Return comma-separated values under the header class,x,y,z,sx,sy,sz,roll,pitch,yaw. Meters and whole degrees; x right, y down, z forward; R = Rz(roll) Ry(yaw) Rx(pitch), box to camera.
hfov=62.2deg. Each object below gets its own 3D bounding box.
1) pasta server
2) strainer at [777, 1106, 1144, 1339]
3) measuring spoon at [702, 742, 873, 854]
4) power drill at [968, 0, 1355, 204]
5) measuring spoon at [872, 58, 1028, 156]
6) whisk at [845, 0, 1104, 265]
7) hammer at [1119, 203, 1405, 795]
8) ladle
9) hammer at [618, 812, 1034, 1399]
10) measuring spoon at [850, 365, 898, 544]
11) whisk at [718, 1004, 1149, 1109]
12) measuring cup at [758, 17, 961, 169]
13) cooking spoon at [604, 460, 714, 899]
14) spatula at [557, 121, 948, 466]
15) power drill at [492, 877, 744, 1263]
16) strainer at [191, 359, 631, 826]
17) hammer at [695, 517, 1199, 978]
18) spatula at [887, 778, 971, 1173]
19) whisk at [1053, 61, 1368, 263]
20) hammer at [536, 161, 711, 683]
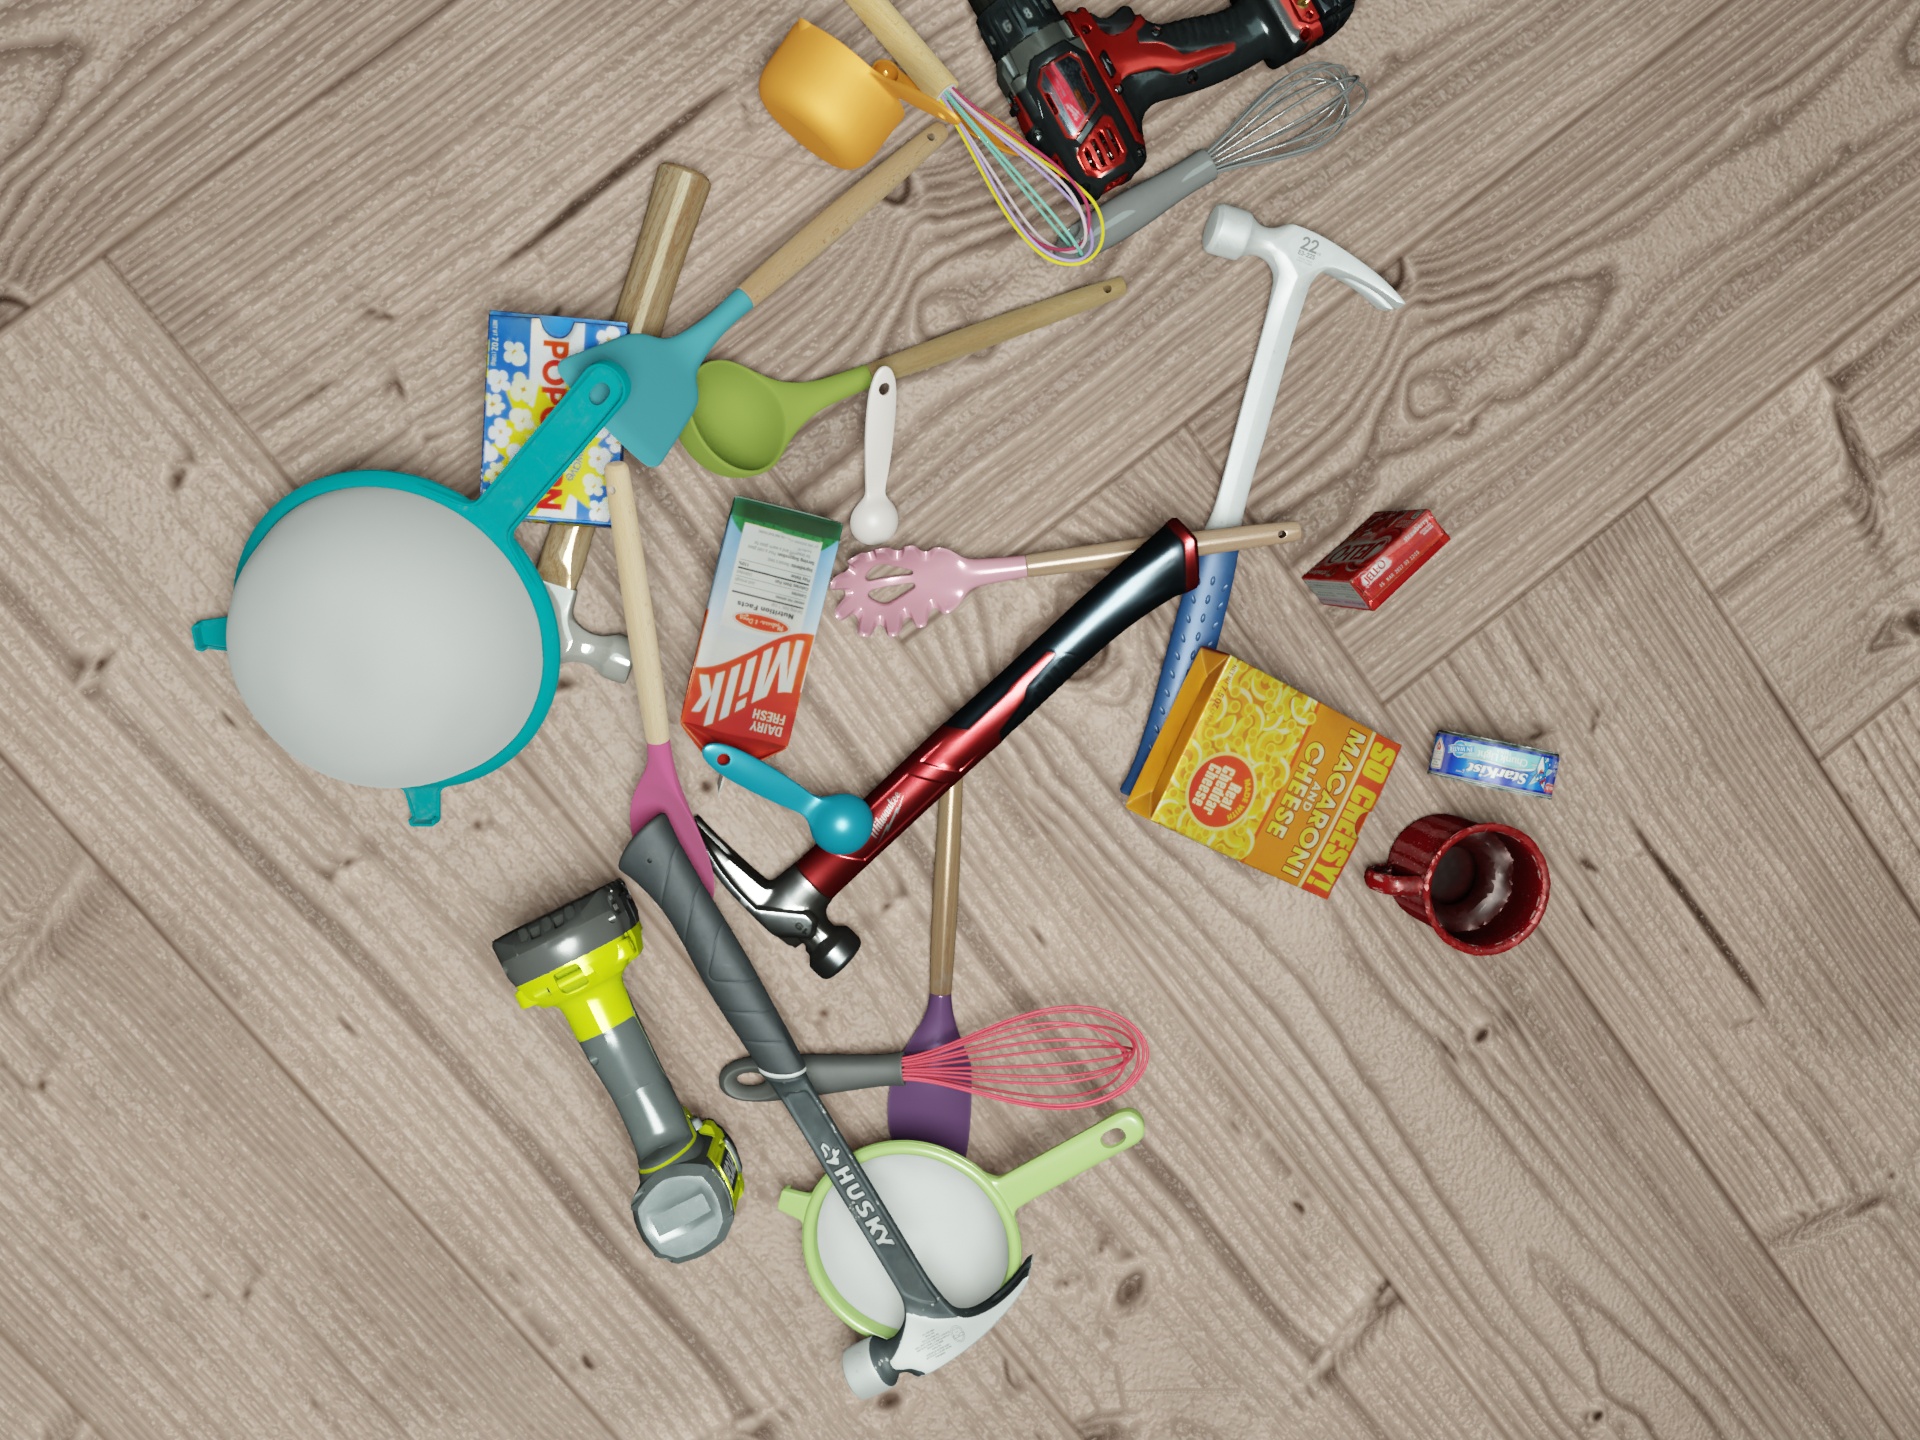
class,x,y,z,sx,sy,sz,roll,pitch,yaw
pasta server,0.072,-0.105,1.065,0.316,0.040,0.060,-7,108,1
strainer,0.015,0.322,1.086,0.256,0.069,0.151,-32,94,11
measuring spoon,-0.109,0.050,1.016,0.128,0.021,0.042,31,98,-25
power drill,0.120,-0.471,1.039,0.226,0.080,0.188,-32,99,-1
measuring spoon,-0.007,-0.405,1.058,0.117,0.011,0.021,24,72,-13
whisk,0.007,-0.391,1.030,0.047,0.051,0.245,-41,87,21
hammer,0.190,-0.138,1.101,0.144,0.035,0.405,14,94,-10
ladle,-0.034,-0.239,1.048,0.320,0.062,0.078,-21,93,-9
hammer,-0.102,0.242,1.037,0.149,0.036,0.409,-29,94,12
measuring spoon,-0.052,-0.171,1.045,0.034,0.018,0.124,-10,123,-26
whisk,-0.020,0.235,1.084,0.296,0.073,0.073,-5,97,5
measuring cup,-0.062,-0.371,0.978,0.052,0.174,0.095,-52,136,3
cooking spoon,-0.193,-0.011,1.002,0.069,0.017,0.318,15,124,29
spatula,-0.114,-0.284,1.003,0.082,0.044,0.317,47,74,-10
power drill,-0.208,0.220,1.021,0.080,0.171,0.223,-26,91,-5
strainer,-0.315,-0.079,0.942,0.211,0.095,0.340,43,111,-11
hammer,-0.002,-0.003,1.056,0.386,0.038,0.143,-43,99,7
spatula,-0.015,0.165,1.111,0.059,0.018,0.316,3,96,-5
whisk,0.167,-0.371,1.070,0.239,0.055,0.055,-31,100,0
hammer,-0.231,-0.199,1.034,0.130,0.031,0.331,17,93,-10
